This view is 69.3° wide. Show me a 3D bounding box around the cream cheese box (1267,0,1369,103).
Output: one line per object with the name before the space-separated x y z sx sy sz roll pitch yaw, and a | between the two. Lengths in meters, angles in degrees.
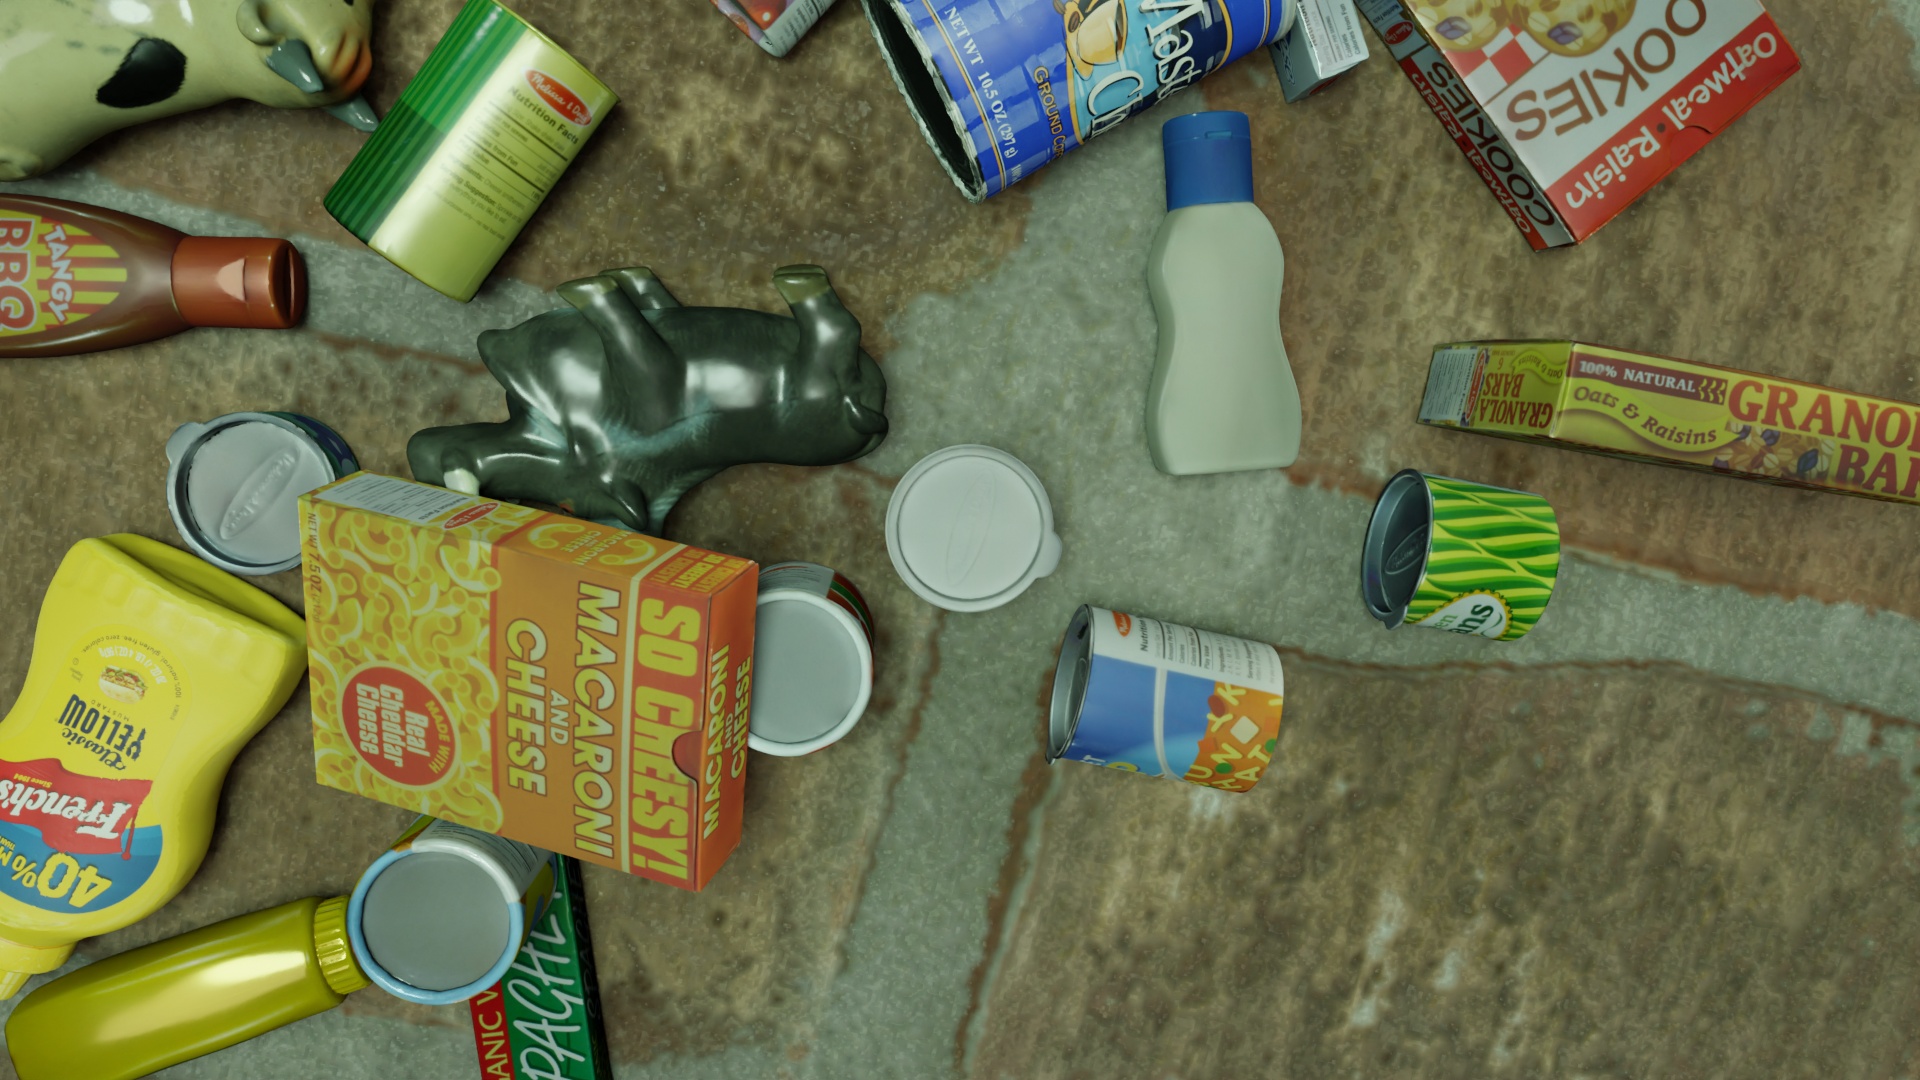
cream cheese box | 0.134 -0.237 0.570 0.024 0.053 0.103 -21 97 0

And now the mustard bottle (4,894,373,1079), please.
mustard bottle | -0.297 0.181 0.574 0.160 0.065 0.048 -17 94 -7

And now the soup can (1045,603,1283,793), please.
soup can | 0.085 0.070 0.591 0.084 0.071 0.071 12 95 -6

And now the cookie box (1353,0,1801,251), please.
cookie box | 0.252 -0.226 0.586 0.123 0.040 0.167 -39 97 0

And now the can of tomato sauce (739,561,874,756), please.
can of tomato sauce | -0.067 0.048 0.567 0.071 0.083 0.071 0 96 -4

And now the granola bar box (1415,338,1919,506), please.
granola bar box | 0.291 -0.050 0.565 0.166 0.124 0.039 9 97 -5

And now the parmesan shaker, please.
parmesan shaker | -0.193 -0.155 0.544 0.071 0.071 0.103 37 93 -7

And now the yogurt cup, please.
yogurt cup | 0.002 -0.007 0.582 0.072 0.054 0.072 0 96 -4

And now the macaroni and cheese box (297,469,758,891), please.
macaroni and cheese box | -0.163 0.052 0.519 0.166 0.040 0.123 12 113 14

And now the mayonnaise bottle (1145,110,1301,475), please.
mayonnaise bottle | 0.108 -0.103 0.588 0.065 0.041 0.148 -5 95 -5

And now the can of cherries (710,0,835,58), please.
can of cherries | -0.077 -0.237 0.547 0.071 0.071 0.058 43 93 -7

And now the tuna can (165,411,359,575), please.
tuna can | -0.285 -0.022 0.568 0.071 0.033 0.071 0 96 -5

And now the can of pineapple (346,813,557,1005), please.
can of pineapple | -0.200 0.142 0.549 0.071 0.058 0.071 0 96 -3

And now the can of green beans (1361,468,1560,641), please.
can of green beans | 0.212 0.007 0.594 0.058 0.071 0.071 11 95 -6

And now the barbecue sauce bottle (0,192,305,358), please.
barbecue sauce bottle | -0.343 -0.104 0.551 0.149 0.044 0.064 1 95 -5

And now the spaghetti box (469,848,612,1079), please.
spaghetti box | -0.190 0.136 0.594 0.050 0.029 0.249 -7 96 -3
